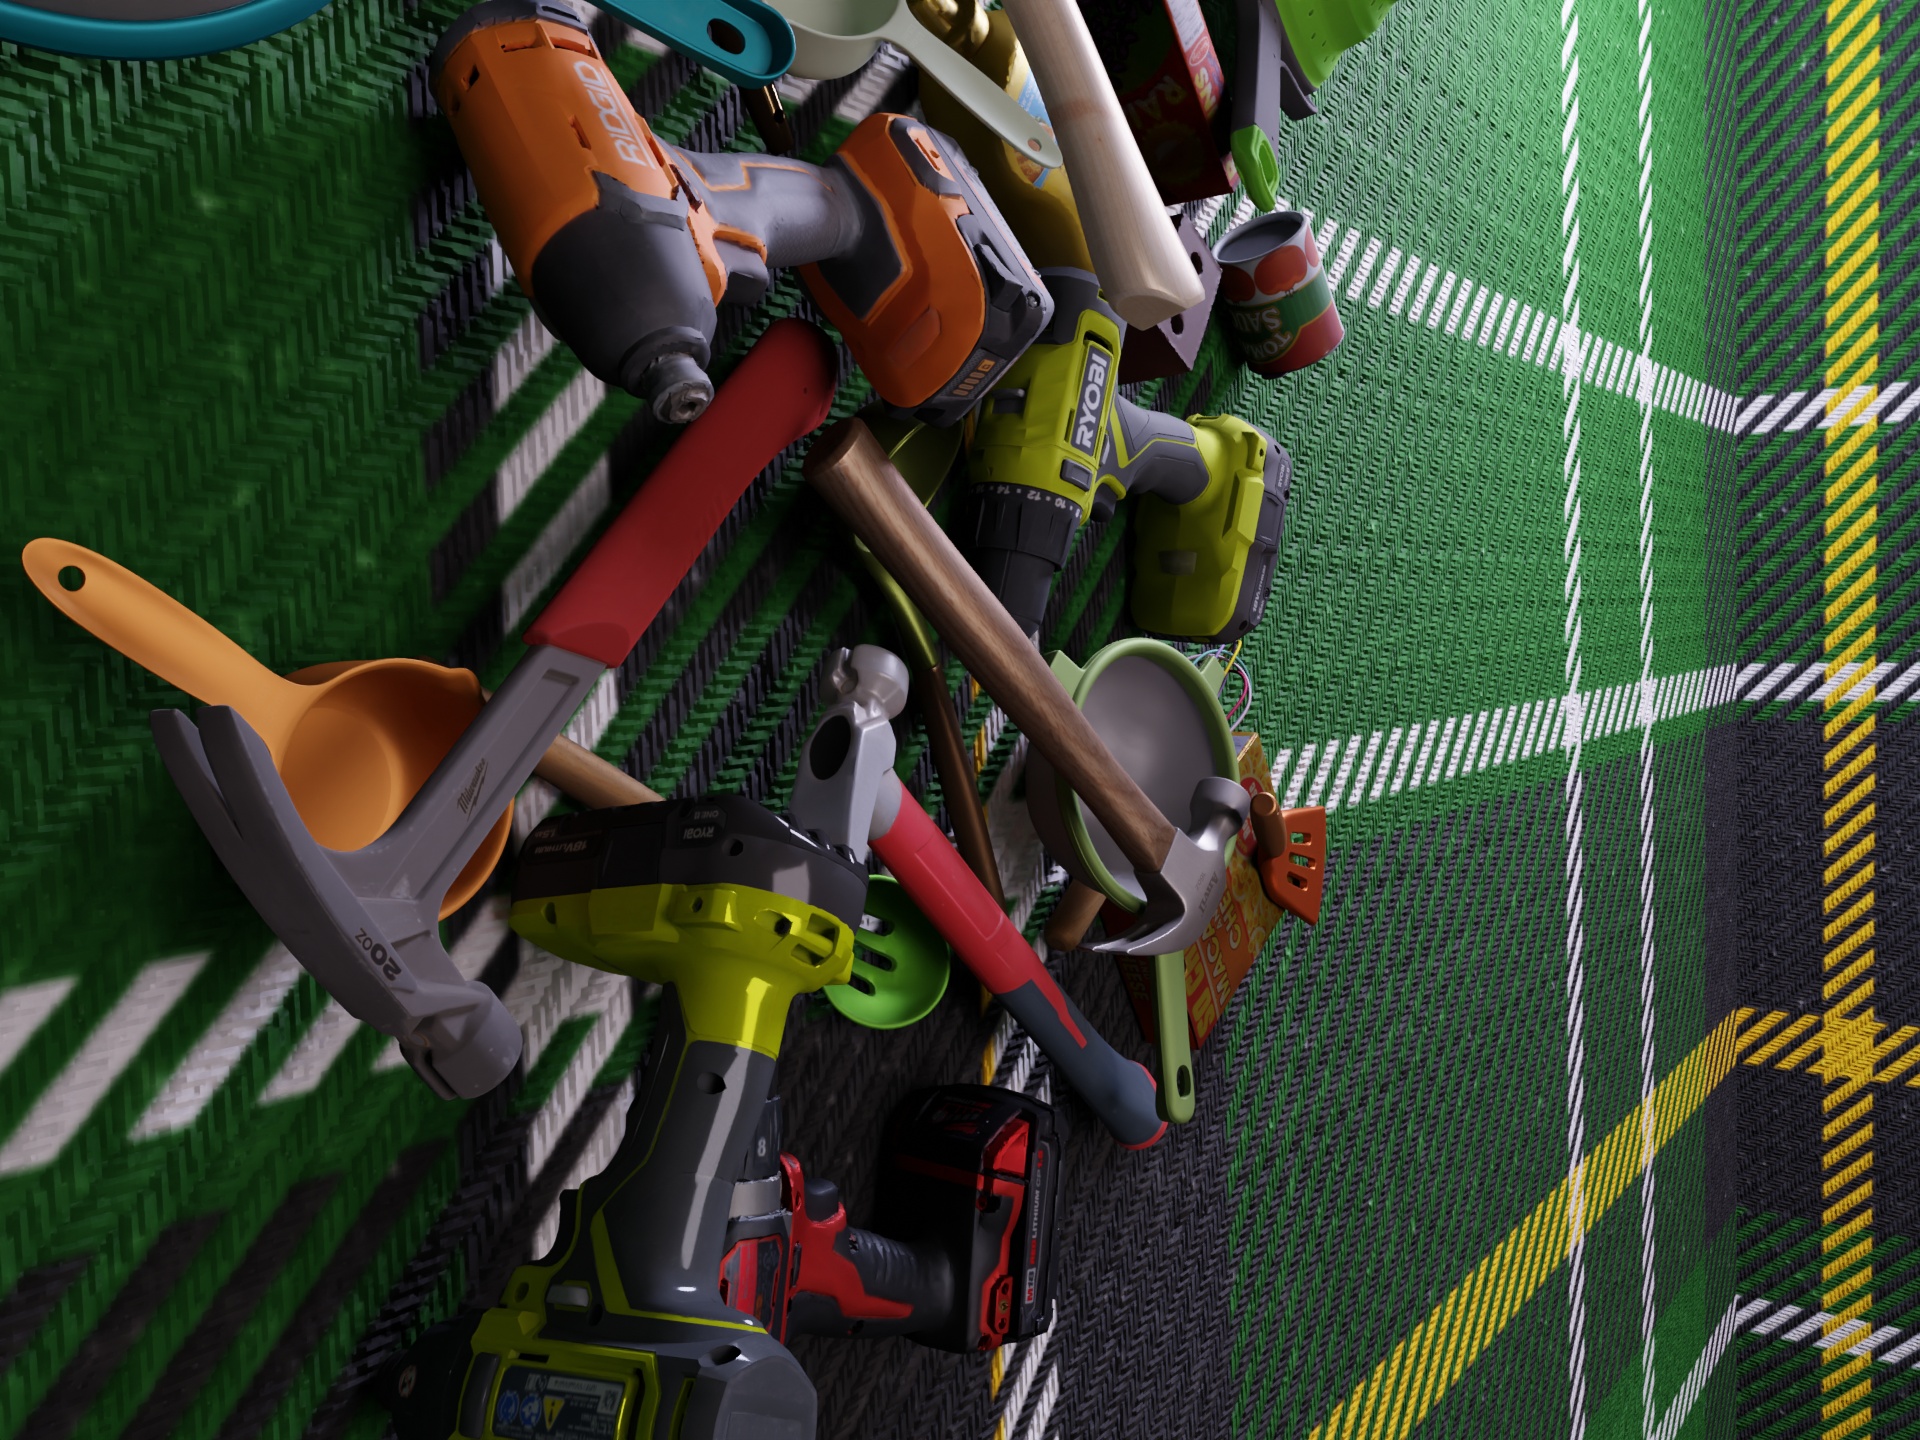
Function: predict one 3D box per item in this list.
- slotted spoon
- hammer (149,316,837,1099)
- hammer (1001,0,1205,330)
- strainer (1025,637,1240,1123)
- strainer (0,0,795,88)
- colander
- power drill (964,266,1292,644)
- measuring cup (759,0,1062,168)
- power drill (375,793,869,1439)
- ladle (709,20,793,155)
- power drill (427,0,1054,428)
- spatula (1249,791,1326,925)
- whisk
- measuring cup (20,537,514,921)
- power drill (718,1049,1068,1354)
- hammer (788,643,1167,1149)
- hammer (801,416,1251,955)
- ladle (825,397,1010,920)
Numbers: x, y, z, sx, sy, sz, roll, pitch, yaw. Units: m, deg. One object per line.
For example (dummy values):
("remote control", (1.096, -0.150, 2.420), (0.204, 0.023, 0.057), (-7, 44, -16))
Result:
("slotted spoon", (-0.105, 0.054, 0.662), (0.313, 0.031, 0.070), (40, 59, -44))
("hammer", (-0.124, -0.054, 0.560), (0.359, 0.037, 0.149), (-66, 144, -45))
("hammer", (0.016, -0.374, 0.710), (0.146, 0.038, 0.410), (-35, 104, -40))
("strainer", (0.087, 0.086, 0.860), (0.151, 0.069, 0.256), (-1, 85, -46))
("strainer", (-0.174, -0.271, 0.432), (0.340, 0.095, 0.211), (17, 81, -35))
("colander", (0.209, -0.424, 0.922), (0.204, 0.094, 0.397), (55, 33, -40))
("power drill", (0.087, -0.116, 0.872), (0.228, 0.080, 0.190), (17, 82, -50))
("measuring cup", (-0.030, -0.284, 0.685), (0.167, 0.038, 0.083), (35, 60, -12))
("power drill", (-0.117, 0.146, 0.545), (0.080, 0.171, 0.223), (37, 53, -47))
("ladle", (-0.128, -0.359, 0.582), (0.069, 0.031, 0.315), (-47, 131, -30))
("power drill", (-0.070, -0.172, 0.599), (0.226, 0.084, 0.164), (-4, 60, -48))
("spatula", (0.191, 0.070, 0.924), (0.322, 0.041, 0.081), (39, 57, -74))
("whisk", (0.113, 0.040, 0.942), (0.051, 0.047, 0.245), (52, 55, -25))
("measuring cup", (-0.218, 0.001, 0.490), (0.173, 0.052, 0.095), (46, 56, -41))
("power drill", (-0.049, 0.204, 0.701), (0.226, 0.080, 0.188), (11, 82, -50))
("hammer", (0.023, 0.135, 0.769), (0.385, 0.038, 0.143), (55, 32, -45))
("hammer", (0.035, -0.006, 0.736), (0.331, 0.031, 0.130), (49, 53, -33))
("ladle", (-0.001, -0.002, 0.775), (0.078, 0.062, 0.320), (-39, 123, -43))
